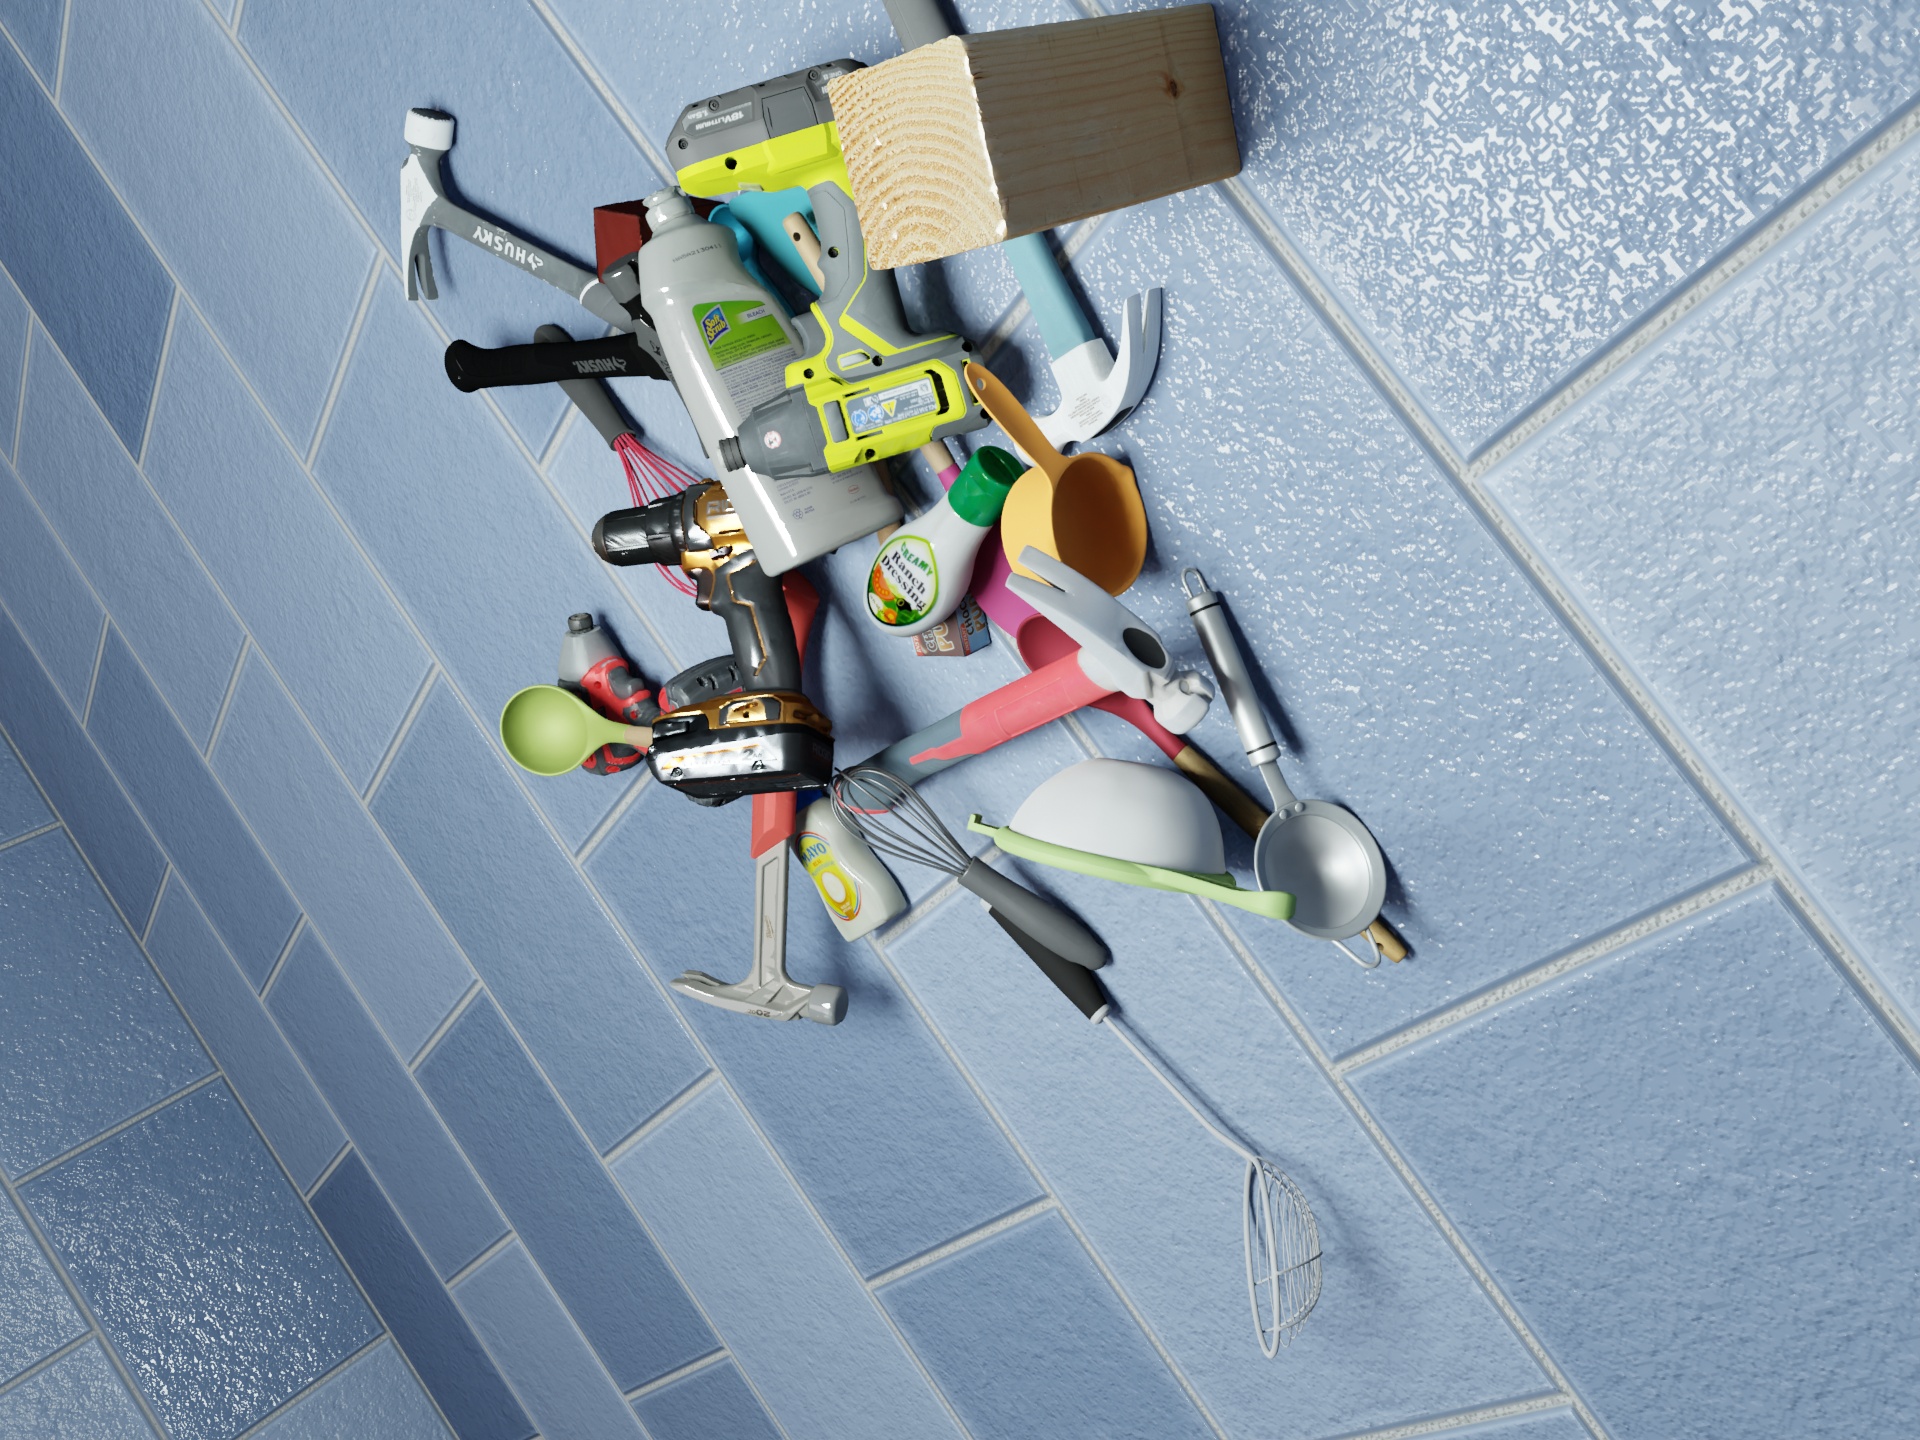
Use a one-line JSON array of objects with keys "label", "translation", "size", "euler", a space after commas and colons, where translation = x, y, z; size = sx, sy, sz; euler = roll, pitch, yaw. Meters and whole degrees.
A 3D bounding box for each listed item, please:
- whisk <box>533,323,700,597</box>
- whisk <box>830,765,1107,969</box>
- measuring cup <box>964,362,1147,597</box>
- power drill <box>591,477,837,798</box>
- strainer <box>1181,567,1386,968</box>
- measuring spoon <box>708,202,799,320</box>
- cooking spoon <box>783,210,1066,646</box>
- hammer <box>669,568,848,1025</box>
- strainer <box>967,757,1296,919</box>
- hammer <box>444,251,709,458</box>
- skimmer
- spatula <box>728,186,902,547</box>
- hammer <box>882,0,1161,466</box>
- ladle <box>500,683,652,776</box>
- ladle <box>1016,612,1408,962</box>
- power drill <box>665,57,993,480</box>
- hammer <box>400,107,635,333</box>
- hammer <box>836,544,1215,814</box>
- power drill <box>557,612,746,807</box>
[{"label": "whisk", "translation": [-0.253, -0.204, 1.238], "size": [0.296, 0.073, 0.073], "euler": [52, 137, 18]}, {"label": "whisk", "translation": [0.006, 0.105, 1.123], "size": [0.239, 0.055, 0.055], "euler": [35, 136, -5]}, {"label": "measuring cup", "translation": [0.041, -0.141, 0.938], "size": [0.052, 0.095, 0.173], "euler": [-6, 137, 47]}, {"label": "power drill", "translation": [-0.175, -0.063, 1.120], "size": [0.185, 0.084, 0.226], "euler": [-5, 76, 15]}, {"label": "strainer", "translation": [0.184, 0.028, 0.948], "size": [0.258, 0.087, 0.050], "euler": [69, 156, 6]}, {"label": "measuring spoon", "translation": [-0.128, -0.300, 1.099], "size": [0.042, 0.021, 0.128], "euler": [-24, 103, 46]}, {"label": "cooking spoon", "translation": [-0.022, -0.185, 1.027], "size": [0.069, 0.017, 0.318], "euler": [-24, 103, 39]}, {"label": "hammer", "translation": [-0.153, 0.060, 1.234], "size": [0.149, 0.037, 0.359], "euler": [9, 106, 20]}, {"label": "strainer", "translation": [0.120, 0.063, 0.928], "size": [0.256, 0.151, 0.069], "euler": [-170, 91, -67]}, {"label": "hammer", "translation": [-0.292, -0.263, 1.182], "size": [0.335, 0.035, 0.146], "euler": [9, 140, 46]}, {"label": "skimmer", "translation": [0.119, 0.270, 1.115], "size": [0.363, 0.090, 0.127], "euler": [46, 167, 18]}, {"label": "spatula", "translation": [-0.075, -0.203, 1.077], "size": [0.082, 0.044, 0.317], "euler": [1, 113, 38]}, {"label": "hammer", "translation": [0.017, -0.321, 0.934], "size": [0.128, 0.033, 0.331], "euler": [-22, 96, 48]}, {"label": "ladle", "translation": [-0.250, 0.016, 1.236], "size": [0.320, 0.062, 0.078], "euler": [6, 106, 43]}, {"label": "ladle", "translation": [0.158, 0.038, 1.001], "size": [0.315, 0.031, 0.069], "euler": [44, 144, 14]}, {"label": "power drill", "translation": [-0.089, -0.264, 0.961], "size": [0.171, 0.080, 0.223], "euler": [-16, 100, 1]}, {"label": "hammer", "translation": [-0.294, -0.329, 1.212], "size": [0.409, 0.036, 0.149], "euler": [32, 121, 25]}, {"label": "hammer", "translation": [-0.002, -0.003, 1.060], "size": [0.143, 0.038, 0.386], "euler": [37, 151, -16]}, {"label": "power drill", "translation": [-0.259, -0.012, 1.333], "size": [0.220, 0.078, 0.143], "euler": [12, 119, 42]}]
